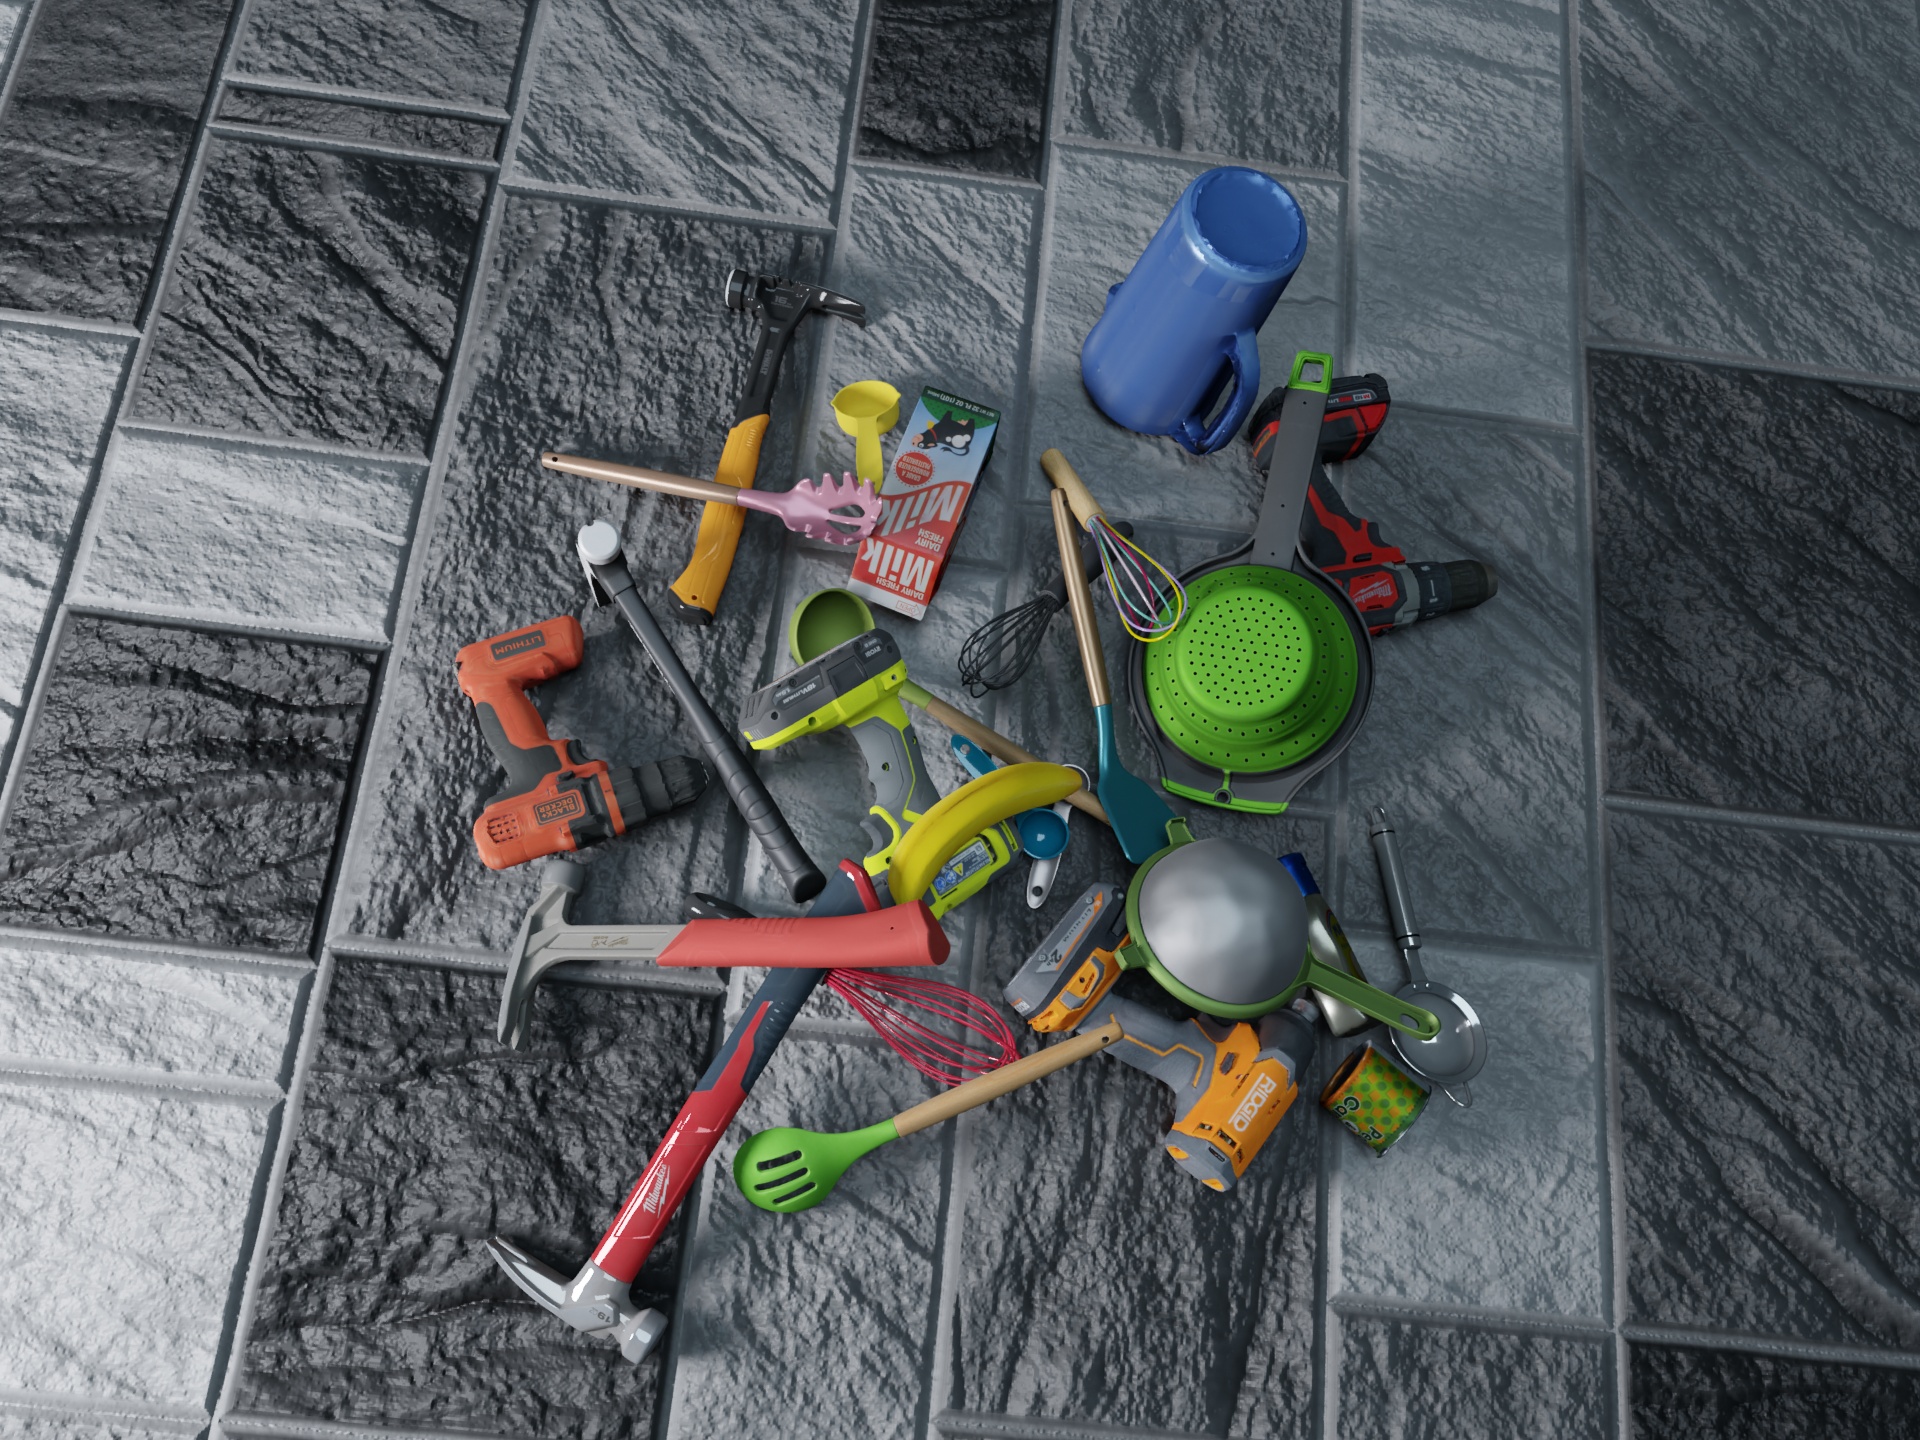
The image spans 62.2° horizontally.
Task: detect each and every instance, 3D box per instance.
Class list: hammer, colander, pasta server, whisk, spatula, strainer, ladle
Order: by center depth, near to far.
[{"bbox_3d":[-0.177,0.170,1.154,0.359,0.036,0.149,-4,62,26],"label":"hammer"},{"bbox_3d":[-0.188,0.264,1.167,0.143,0.038,0.386,31,86,6],"label":"hammer"},{"bbox_3d":[0.252,0.166,1.193,0.256,0.069,0.152,26,51,3],"label":"strainer"},{"bbox_3d":[-0.085,0.204,1.234,0.296,0.073,0.073,25,71,9],"label":"whisk"},{"bbox_3d":[-0.206,-0.001,1.271,0.035,0.146,0.335,-32,89,-13],"label":"hammer"},{"bbox_3d":[0.366,0.189,1.290,0.087,0.050,0.259,1,65,-19],"label":"strainer"},{"bbox_3d":[0.251,-0.127,1.302,0.204,0.094,0.397,11,84,14],"label":"colander"},{"bbox_3d":[-0.002,-0.004,1.302,0.320,0.062,0.078,32,72,8],"label":"ladle"},{"bbox_3d":[0.120,-0.040,1.305,0.082,0.044,0.317,-9,85,-40],"label":"spatula"},{"bbox_3d":[-0.211,-0.194,1.327,0.316,0.040,0.060,13,80,14],"label":"pasta server"},{"bbox_3d":[0.119,-0.152,1.338,0.051,0.047,0.245,-2,43,-27],"label":"whisk"},{"bbox_3d":[0.077,-0.098,1.339,0.055,0.055,0.239,40,58,8],"label":"whisk"},{"bbox_3d":[-0.181,-0.237,1.384,0.127,0.034,0.337,13,71,0],"label":"hammer"}]

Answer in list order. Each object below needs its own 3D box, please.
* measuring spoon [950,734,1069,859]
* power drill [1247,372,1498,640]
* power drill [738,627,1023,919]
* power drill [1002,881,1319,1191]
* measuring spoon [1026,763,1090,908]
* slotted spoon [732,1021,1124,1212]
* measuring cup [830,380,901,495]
[{"bbox_3d":[0.039,0.059,1.290,0.042,0.021,0.128,-43,88,12],"label":"measuring spoon"},{"bbox_3d":[0.358,-0.184,1.396,0.188,0.080,0.227,-9,76,-8],"label":"power drill"},{"bbox_3d":[-0.070,0.057,1.238,0.171,0.080,0.223,-32,97,-24],"label":"power drill"},{"bbox_3d":[0.165,0.230,1.238,0.226,0.084,0.164,40,70,4],"label":"power drill"},{"bbox_3d":[0.077,0.096,1.309,0.034,0.018,0.124,16,78,7],"label":"measuring spoon"},{"bbox_3d":[-0.024,0.290,1.179,0.314,0.031,0.070,-24,100,2],"label":"slotted spoon"},{"bbox_3d":[-0.078,-0.236,1.366,0.062,0.029,0.157,-6,48,1],"label":"measuring cup"}]
